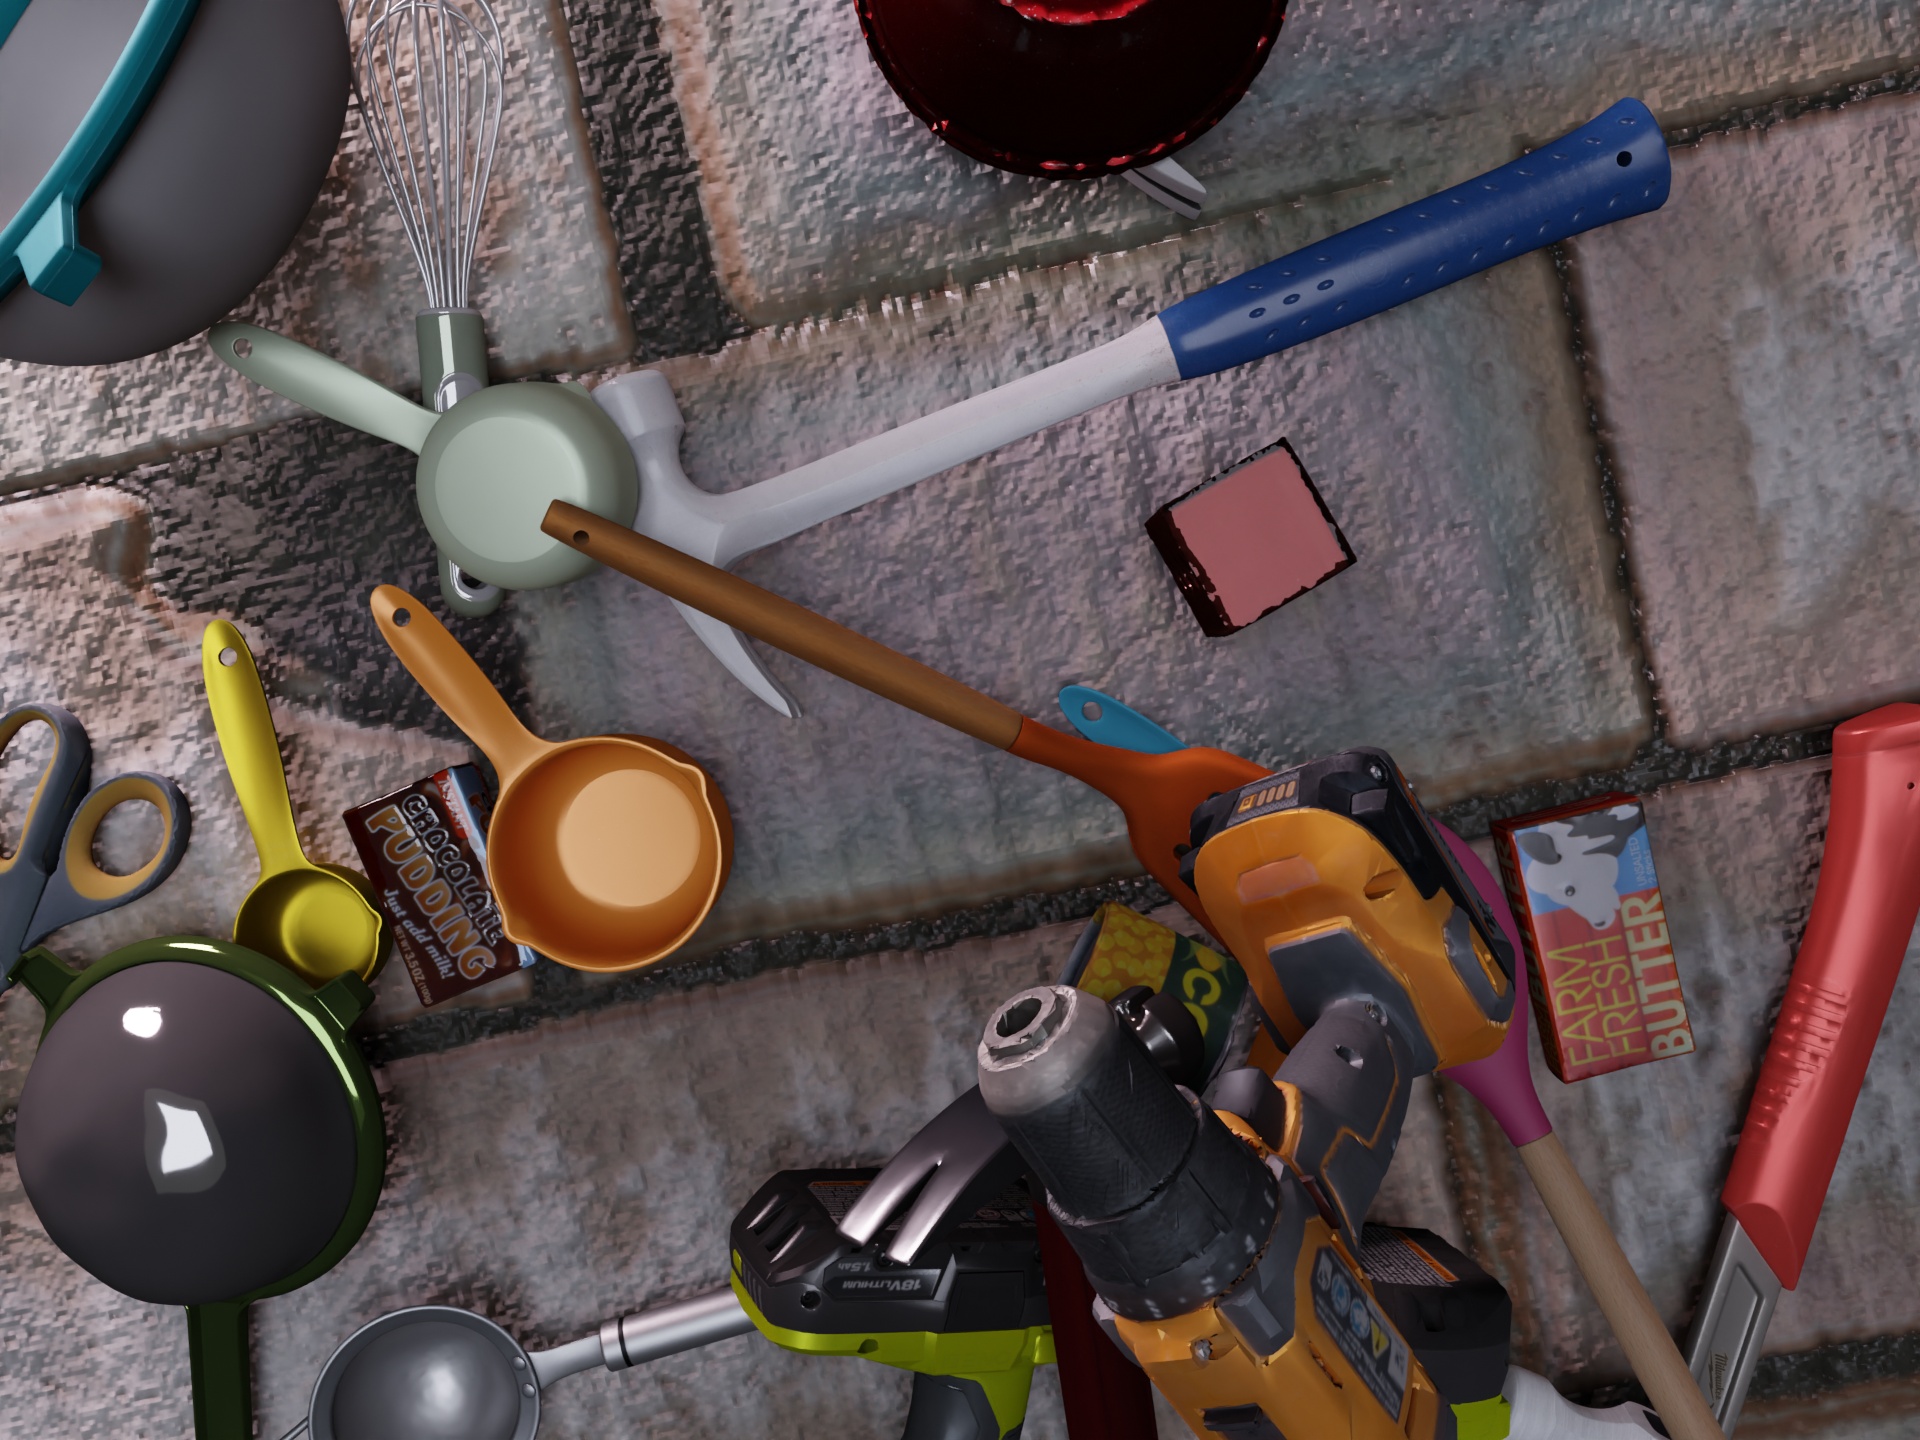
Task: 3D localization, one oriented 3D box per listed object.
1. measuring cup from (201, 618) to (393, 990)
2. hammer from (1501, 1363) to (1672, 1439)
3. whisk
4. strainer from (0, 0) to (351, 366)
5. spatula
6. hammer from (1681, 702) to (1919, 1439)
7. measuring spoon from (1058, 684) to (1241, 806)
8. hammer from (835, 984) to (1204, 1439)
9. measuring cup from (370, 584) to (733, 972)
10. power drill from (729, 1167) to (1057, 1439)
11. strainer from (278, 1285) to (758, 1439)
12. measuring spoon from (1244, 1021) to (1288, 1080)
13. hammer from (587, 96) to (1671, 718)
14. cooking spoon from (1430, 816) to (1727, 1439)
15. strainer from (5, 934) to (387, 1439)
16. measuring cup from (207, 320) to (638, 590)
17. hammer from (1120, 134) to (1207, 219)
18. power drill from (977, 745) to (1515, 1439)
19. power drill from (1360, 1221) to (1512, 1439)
[{"bbox_3d":[-0.265,0.036,0.624,0.062,0.029,0.156,-16,90,2],"label":"measuring cup"},{"bbox_3d":[0.202,0.410,0.609,0.128,0.033,0.331,21,101,1],"label":"hammer"},{"bbox_3d":[-0.194,-0.162,0.603,0.057,0.059,0.246,-6,98,-26],"label":"whisk"},{"bbox_3d":[-0.265,-0.262,0.573,0.211,0.095,0.340,3,70,40],"label":"strainer"},{"bbox_3d":[-0.001,-0.002,0.580,0.322,0.041,0.081,25,113,-14],"label":"spatula"},{"bbox_3d":[0.327,0.169,0.611,0.149,0.037,0.359,16,94,0],"label":"hammer"},{"bbox_3d":[0.095,0.021,0.621,0.128,0.021,0.042,33,113,8],"label":"measuring spoon"},{"bbox_3d":[0.050,0.294,0.559,0.038,0.143,0.386,9,116,43],"label":"hammer"},{"bbox_3d":[-0.158,0.016,0.608,0.095,0.052,0.173,-41,90,3],"label":"measuring cup"},{"bbox_3d":[-0.040,0.288,0.581,0.190,0.080,0.228,7,92,-24],"label":"power drill"},{"bbox_3d":[-0.142,0.248,0.625,0.258,0.050,0.087,-15,99,-4],"label":"strainer"},{"bbox_3d":[0.128,0.109,0.616,0.021,0.011,0.117,30,101,31],"label":"measuring spoon"},{"bbox_3d":[0.070,-0.131,0.602,0.405,0.035,0.144,-22,92,2],"label":"hammer"},{"bbox_3d":[0.223,0.176,0.580,0.069,0.017,0.319,-28,74,7],"label":"cooking spoon"},{"bbox_3d":[-0.299,0.213,0.601,0.151,0.069,0.256,3,100,10],"label":"strainer"},{"bbox_3d":[-0.199,-0.103,0.573,0.167,0.038,0.083,25,101,-5],"label":"measuring cup"},{"bbox_3d":[0.175,-0.320,0.590,0.335,0.035,0.146,-28,91,2],"label":"hammer"},{"bbox_3d":[0.093,0.100,0.484,0.084,0.226,0.185,-24,112,36],"label":"power drill"},{"bbox_3d":[0.136,0.301,0.567,0.080,0.171,0.223,4,85,1],"label":"power drill"}]
